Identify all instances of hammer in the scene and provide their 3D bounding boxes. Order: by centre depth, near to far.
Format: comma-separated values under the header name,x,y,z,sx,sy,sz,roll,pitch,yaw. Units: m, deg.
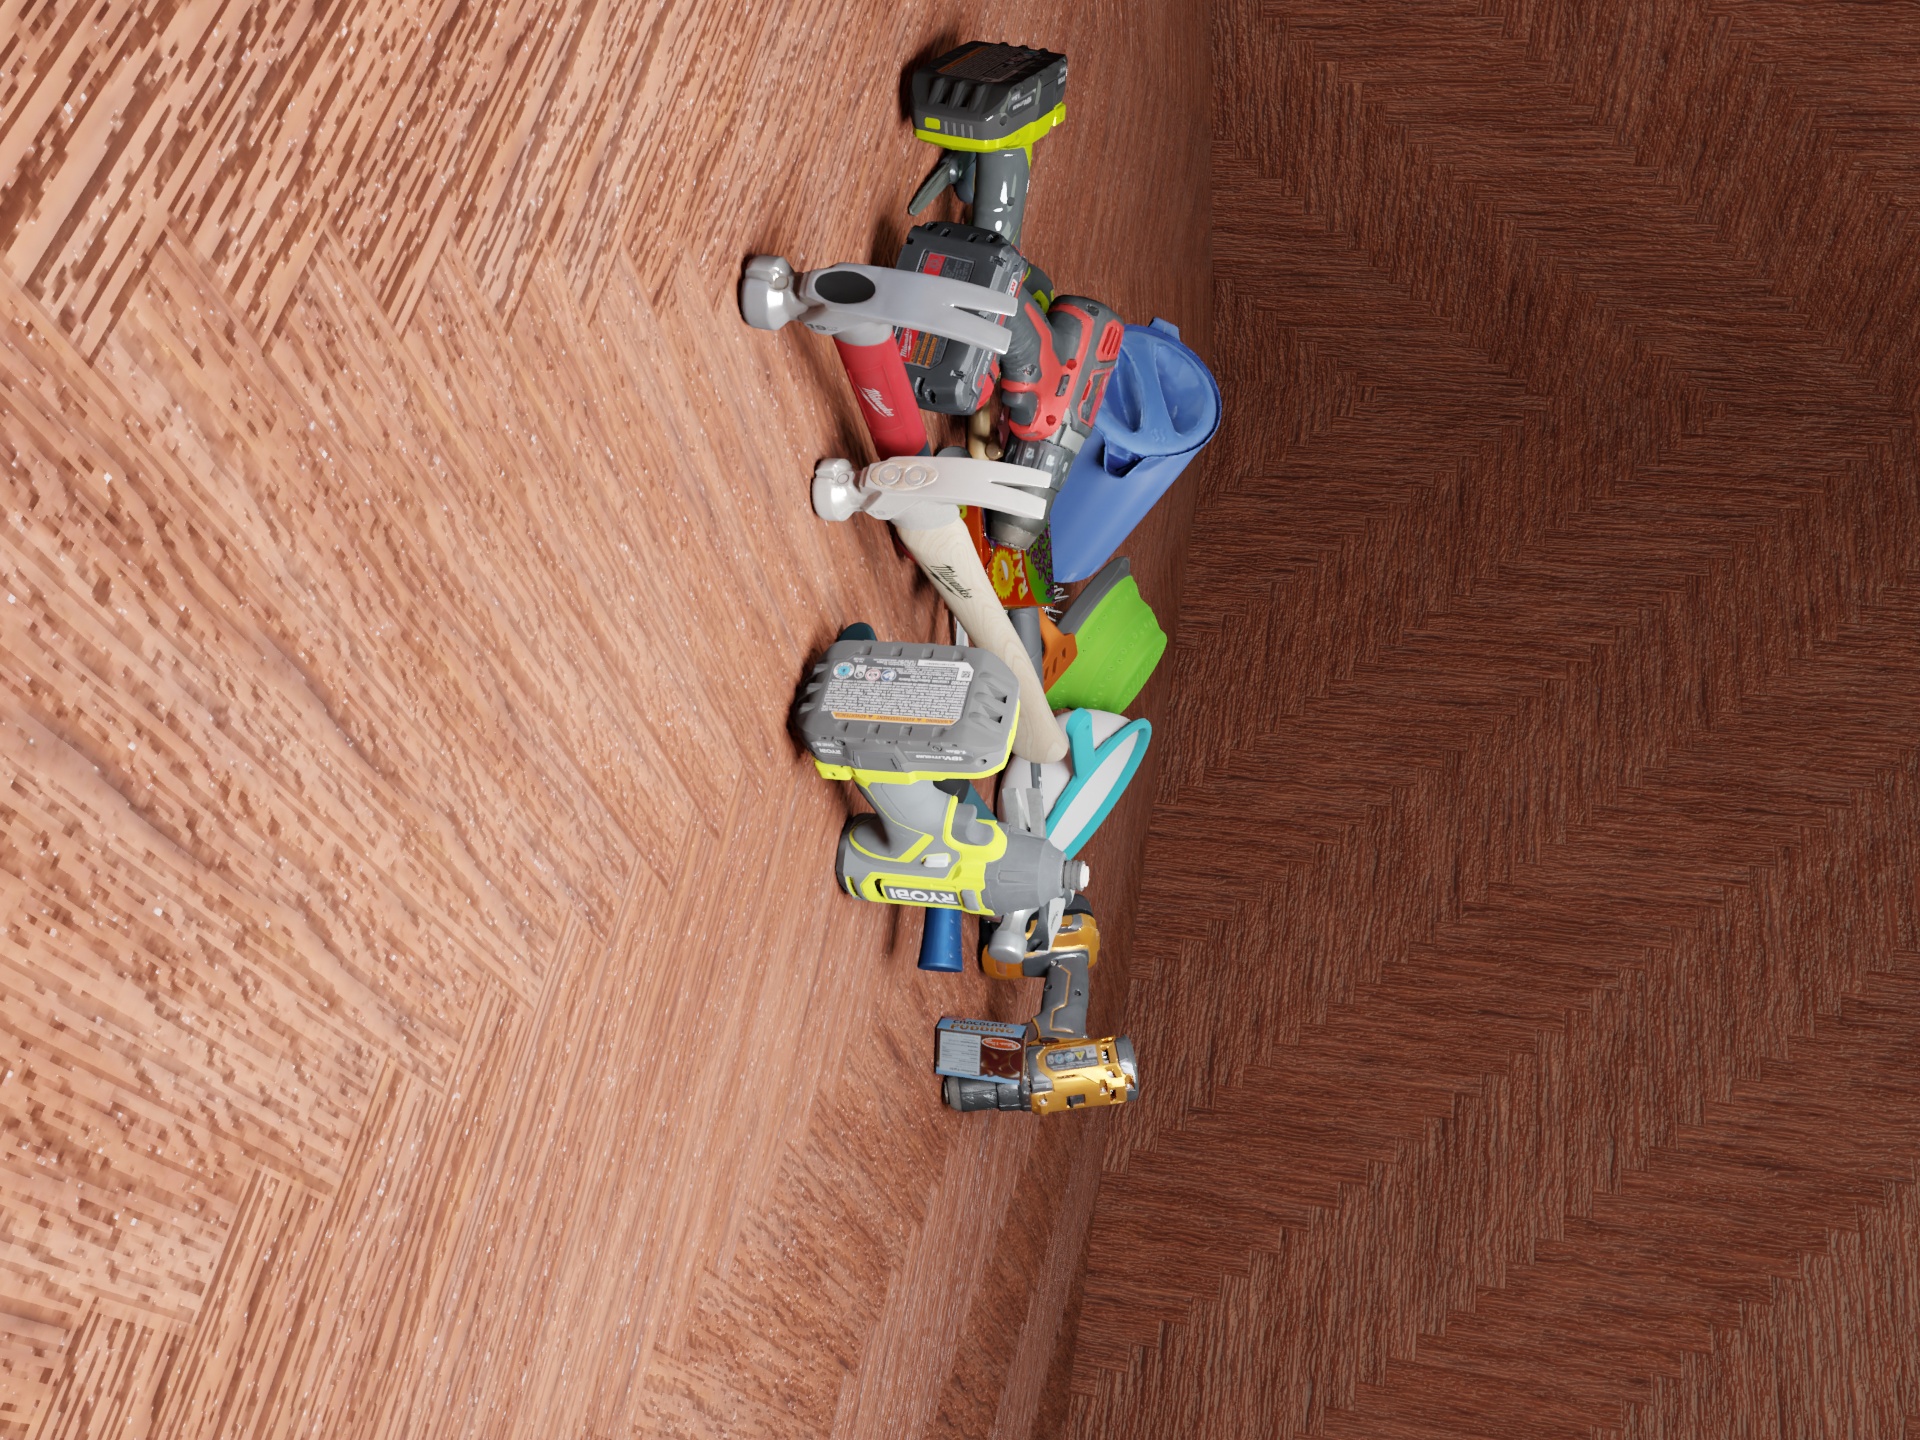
name,x,y,z,sx,sy,sz,roll,pitch,yaw
hammer,-0.022,-0.171,0.994,0.386,0.143,0.038,65,36,-74
hammer,0.030,-0.061,1.125,0.410,0.146,0.038,58,40,-61
hammer,-0.008,0.046,1.157,0.330,0.033,0.128,56,41,-47
hammer,-0.002,-0.004,1.268,0.144,0.035,0.406,50,42,-70
hammer,0.062,0.018,1.396,0.149,0.036,0.408,-63,151,-62

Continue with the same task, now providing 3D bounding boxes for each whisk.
name,x,y,z,sx,sy,sz,roll,pitch,yaw
whisk,0.064,-0.119,1.610,0.059,0.058,0.246,61,15,5

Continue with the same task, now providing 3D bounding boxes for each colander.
name,x,y,z,sx,sy,sz,roll,pitch,yaw
colander,0.130,-0.055,1.675,0.204,0.094,0.397,-61,166,22

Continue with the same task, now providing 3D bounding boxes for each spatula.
name,x,y,z,sx,sy,sz,roll,pitch,yaw
spatula,0.049,-0.125,1.443,0.081,0.041,0.322,-48,139,-18

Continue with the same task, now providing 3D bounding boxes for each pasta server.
name,x,y,z,sx,sy,sz,roll,pitch,yaw
pasta server,0.058,-0.264,1.359,0.316,0.040,0.060,-75,169,-73

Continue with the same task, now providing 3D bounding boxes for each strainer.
name,x,y,z,sx,sy,sz,roll,pitch,yaw
strainer,0.095,0.040,1.598,0.211,0.095,0.340,-50,162,-13

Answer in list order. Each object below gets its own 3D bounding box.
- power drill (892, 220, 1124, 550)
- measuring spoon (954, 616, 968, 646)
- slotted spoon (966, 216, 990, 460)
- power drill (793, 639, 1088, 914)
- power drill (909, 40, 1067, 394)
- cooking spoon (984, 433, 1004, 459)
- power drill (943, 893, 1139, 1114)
name,x,y,z,sx,sy,sz,roll,pitch,yaw
power drill,0.027,-0.225,1.098,0.226,0.080,0.188,12,98,-61
measuring spoon,-0.006,-0.081,1.368,0.034,0.018,0.124,-66,151,-56
slotted spoon,0.015,-0.279,1.343,0.070,0.031,0.313,-64,158,-59
power drill,-0.011,0.049,1.034,0.223,0.171,0.080,74,24,-51
power drill,0.012,-0.350,1.143,0.191,0.080,0.228,-51,151,-47
cooking spoon,0.041,-0.249,1.416,0.319,0.017,0.068,-67,156,-76
power drill,0.068,0.289,1.578,0.226,0.185,0.084,-99,-178,-45
